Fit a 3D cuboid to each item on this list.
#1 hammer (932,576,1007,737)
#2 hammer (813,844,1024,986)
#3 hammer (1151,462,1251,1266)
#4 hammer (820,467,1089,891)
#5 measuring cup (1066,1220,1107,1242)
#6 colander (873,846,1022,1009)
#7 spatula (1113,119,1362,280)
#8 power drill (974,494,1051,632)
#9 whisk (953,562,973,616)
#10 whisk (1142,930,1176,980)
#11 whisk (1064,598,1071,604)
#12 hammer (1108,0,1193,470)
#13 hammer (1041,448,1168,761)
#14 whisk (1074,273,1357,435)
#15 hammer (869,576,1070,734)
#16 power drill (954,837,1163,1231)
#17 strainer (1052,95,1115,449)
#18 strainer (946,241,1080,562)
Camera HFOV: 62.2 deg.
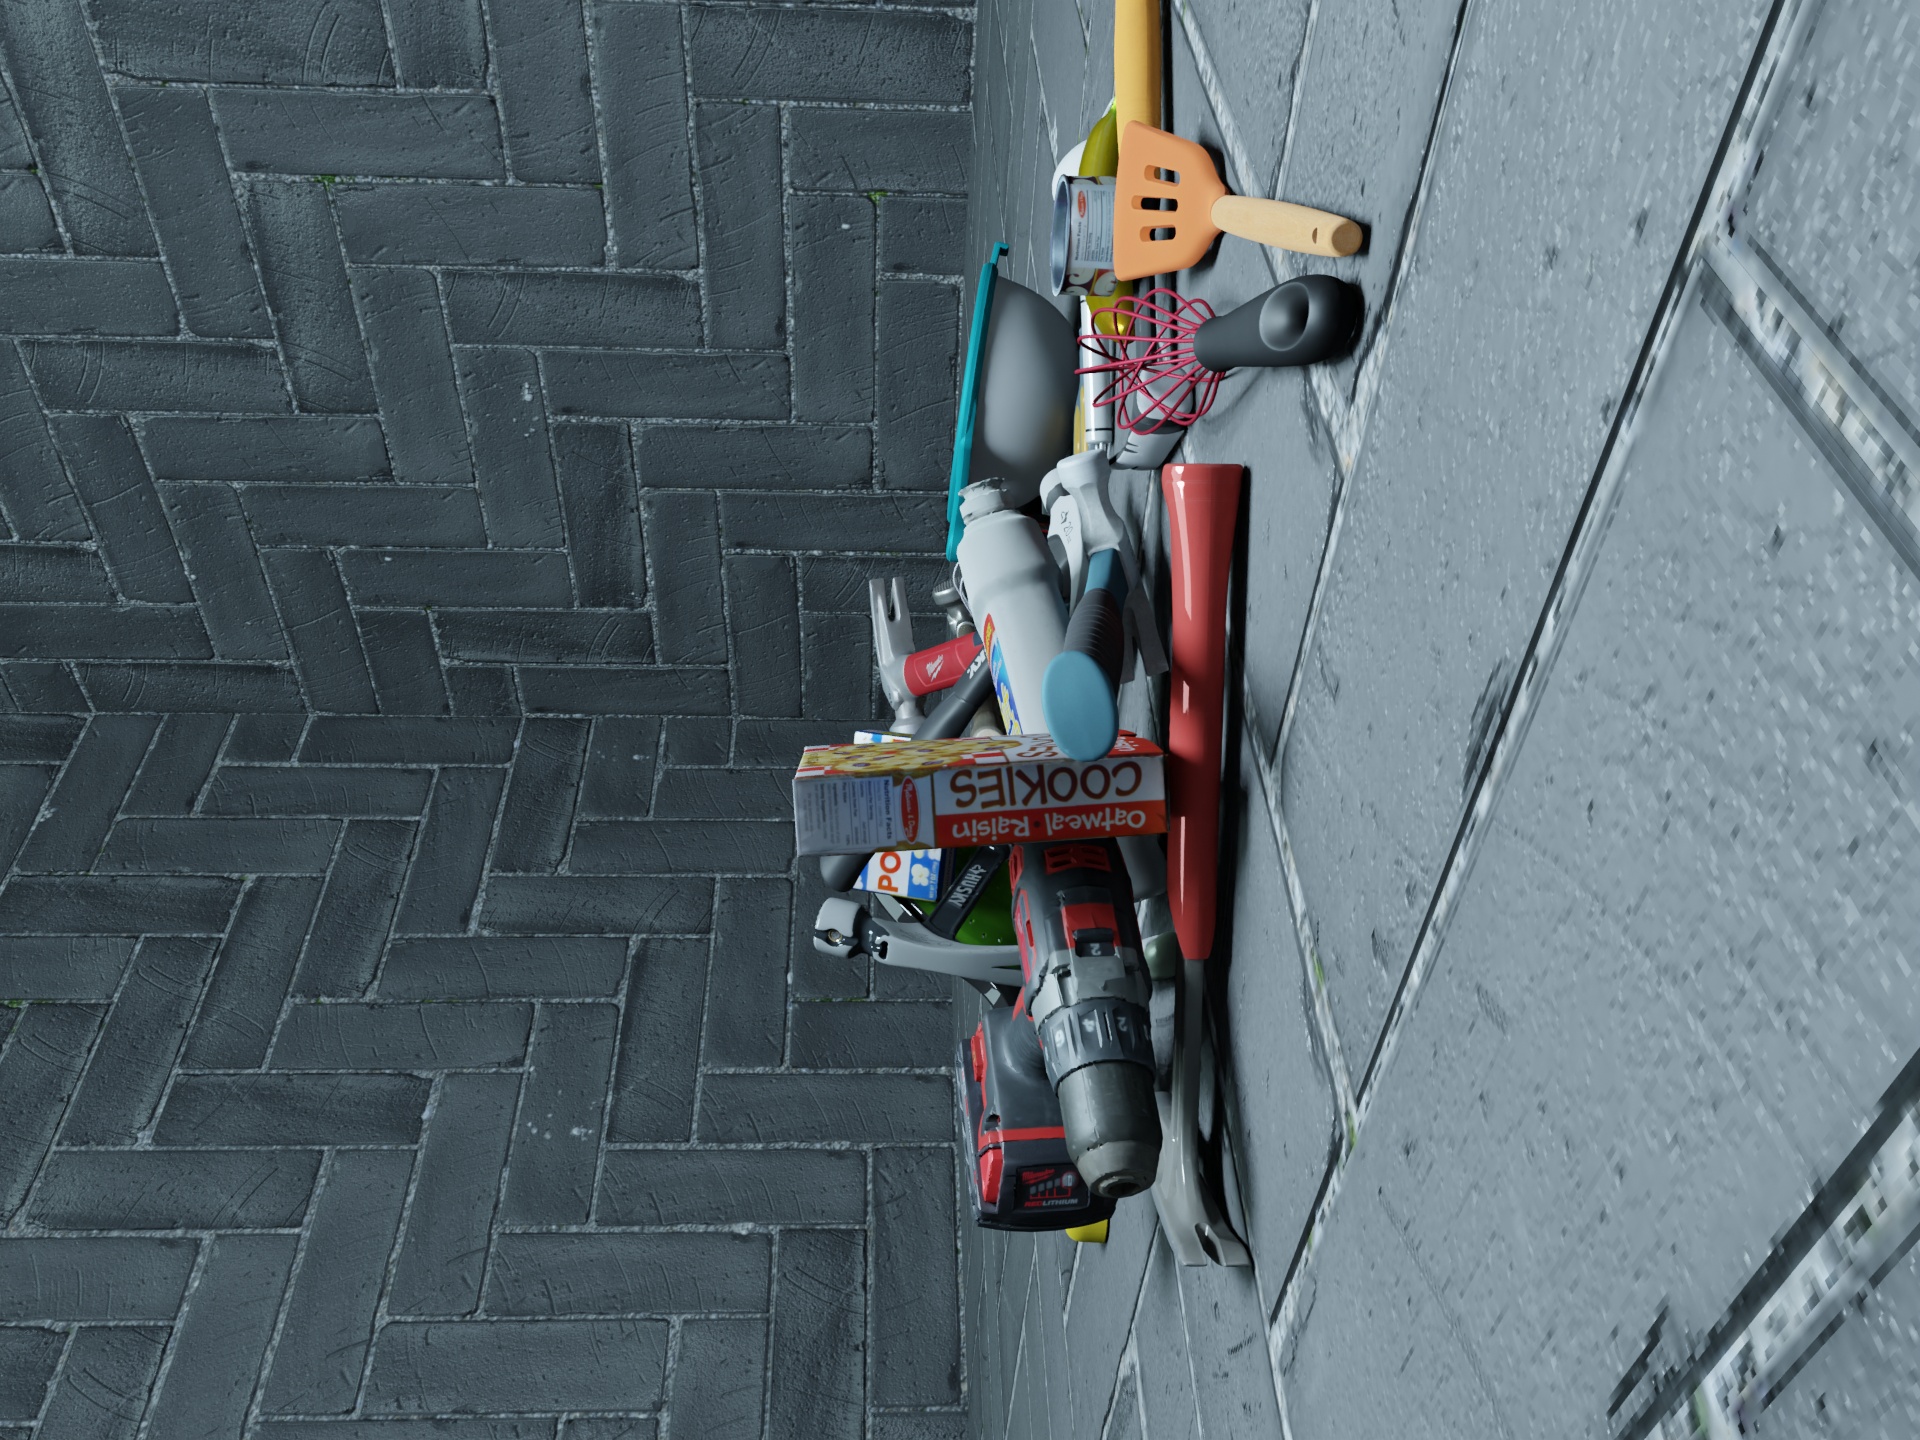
[{"bbox_3d":[0.025,-0.015,1.437,0.411,0.038,0.146,-99,-14,-71],"label":"hammer"},{"bbox_3d":[0.028,0.099,1.173,0.409,0.149,0.036,-44,-36,-70],"label":"hammer"},{"bbox_3d":[0.110,0.062,0.743,0.149,0.036,0.359,-110,21,-81],"label":"hammer"},{"bbox_3d":[-0.002,-0.003,1.062,0.334,0.035,0.146,-53,29,28],"label":"hammer"},{"bbox_3d":[0.085,0.318,1.181,0.157,0.029,0.062,-98,9,-57],"label":"measuring cup"},{"bbox_3d":[0.050,0.176,1.272,0.094,0.204,0.398,-53,33,15],"label":"colander"},{"bbox_3d":[0.113,-0.221,0.696,0.323,0.041,0.081,-101,13,-70],"label":"spatula"},{"bbox_3d":[0.055,-0.184,1.452,0.143,0.078,0.220,95,178,-51],"label":"power drill"},{"bbox_3d":[0.051,-0.050,1.340,0.284,0.070,0.070,72,-168,-49],"label":"whisk"},{"bbox_3d":[0.095,0.145,0.946,0.059,0.058,0.246,55,167,6],"label":"whisk"},{"bbox_3d":[0.080,-0.046,1.223,0.239,0.055,0.055,-86,-1,-60],"label":"whisk"},{"bbox_3d":[0.104,-0.315,0.923,0.127,0.034,0.337,117,153,-81],"label":"hammer"},{"bbox_3d":[0.069,-0.051,0.793,0.331,0.033,0.128,-66,-42,-71],"label":"hammer"},{"bbox_3d":[0.107,-0.163,0.695,0.296,0.073,0.073,-137,48,-77],"label":"whisk"},{"bbox_3d":[0.019,-0.065,1.176,0.386,0.038,0.143,167,94,-66],"label":"hammer"},{"bbox_3d":[0.053,0.184,0.811,0.226,0.080,0.188,99,167,-49],"label":"power drill"},{"bbox_3d":[0.092,-0.307,1.116,0.087,0.050,0.258,-167,73,-72],"label":"strainer"},{"bbox_3d":[0.044,-0.219,1.246,0.341,0.095,0.210,-84,2,-51],"label":"strainer"}]
